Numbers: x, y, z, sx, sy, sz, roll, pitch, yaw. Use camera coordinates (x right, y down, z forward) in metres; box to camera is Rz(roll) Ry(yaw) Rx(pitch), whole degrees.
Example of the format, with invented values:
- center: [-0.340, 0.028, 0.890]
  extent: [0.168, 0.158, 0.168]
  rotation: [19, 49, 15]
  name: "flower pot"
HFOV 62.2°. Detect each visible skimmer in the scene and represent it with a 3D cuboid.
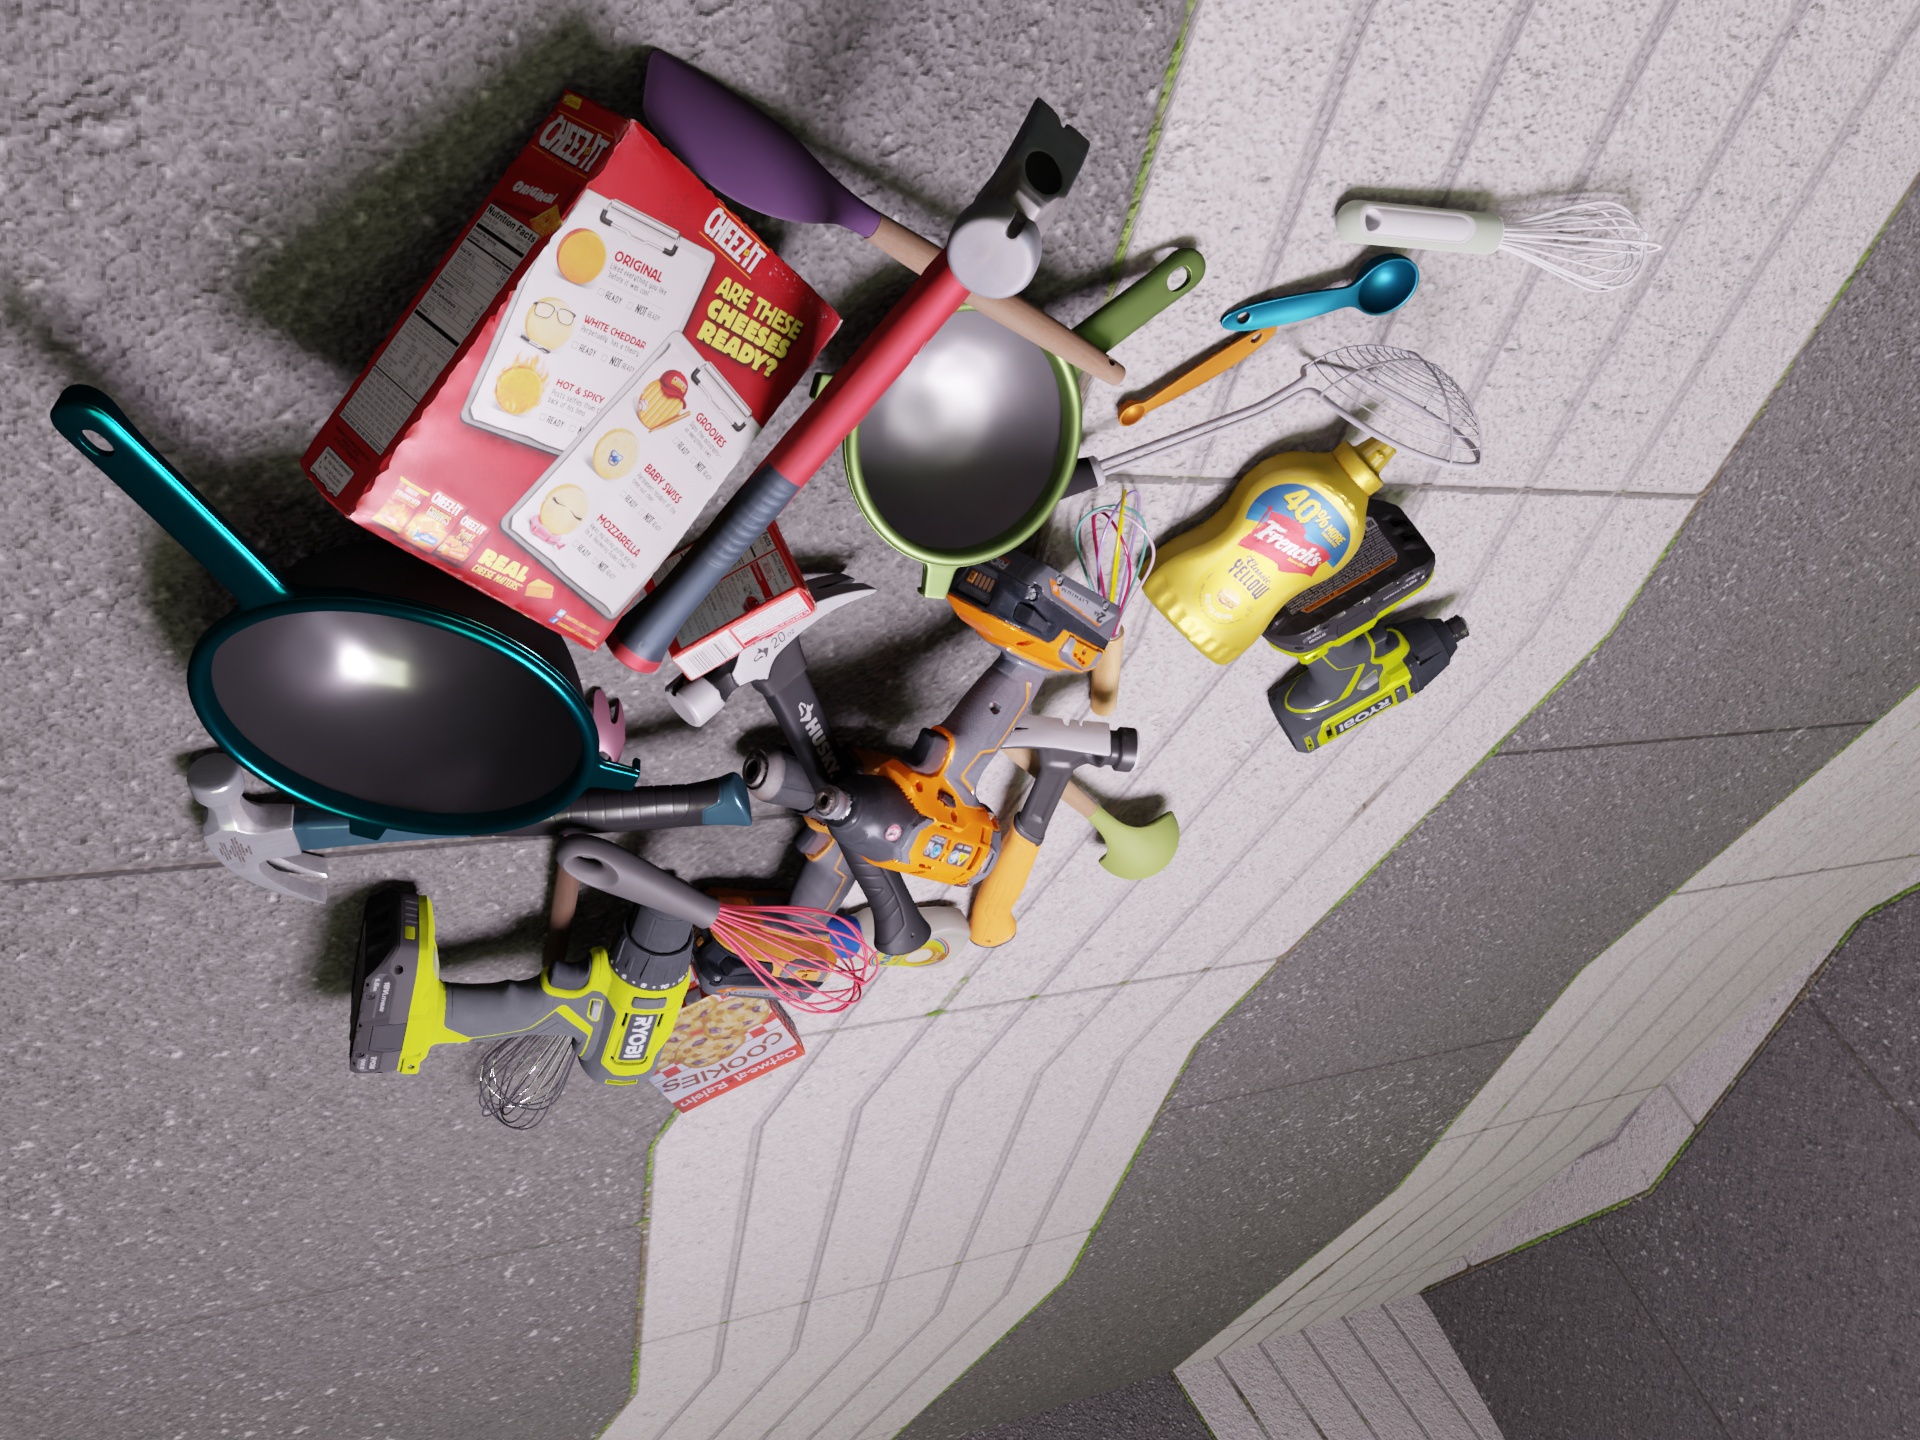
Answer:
- center: [0.151, -0.155, 1.018]
  extent: [0.363, 0.127, 0.090]
  rotation: [-19, 127, 2]
  name: "skimmer"

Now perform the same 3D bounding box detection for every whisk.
- center: [0.106, -0.074, 1.136]
  extent: [0.051, 0.047, 0.244]
  rotation: [-17, 147, -9]
  name: "whisk"
- center: [-0.297, 0.220, 1.244]
  extent: [0.070, 0.070, 0.284]
  rotation: [17, 121, -45]
  name: "whisk"
- center: [0.337, -0.303, 0.992]
  extent: [0.246, 0.059, 0.058]
  rotation: [-3, 100, -24]
  name: "whisk"
- center: [-0.160, 0.139, 1.094]
  extent: [0.073, 0.073, 0.295]
  rotation: [-39, 135, 17]
  name: "whisk"

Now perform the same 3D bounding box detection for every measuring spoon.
- center: [0.222, -0.267, 0.993]
  extent: [0.128, 0.021, 0.042]
  rotation: [-13, 142, -4]
  name: "measuring spoon"
- center: [0.149, -0.221, 1.006]
  extent: [0.117, 0.011, 0.021]
  rotation: [-31, 154, 0]
  name: "measuring spoon"

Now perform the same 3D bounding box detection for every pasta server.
- center: [-0.276, 0.094, 1.119]
  extent: [0.060, 0.040, 0.316]
  rotation: [-8, 145, -25]
  name: "pasta server"

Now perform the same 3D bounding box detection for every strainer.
- center: [0.030, -0.200, 0.919]
  extent: [0.256, 0.069, 0.151]
  rotation: [-39, 123, -14]
  name: "strainer"
- center: [-0.319, -0.067, 0.821]
  extent: [0.211, 0.095, 0.340]
  rotation: [-11, 140, 18]
  name: "strainer"

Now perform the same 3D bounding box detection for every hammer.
- center: [-0.297, 0.060, 1.005]
  extent: [0.331, 0.033, 0.128]
  rotation: [-3, 143, -13]
  name: "hammer"
- center: [0.042, 0.099, 1.290]
  extent: [0.127, 0.034, 0.336]
  rotation: [6, 146, -8]
  name: "hammer"
- center: [-0.073, -0.146, 0.803]
  extent: [0.038, 0.143, 0.386]
  rotation: [37, 132, -15]
  name: "hammer"
- center: [-0.078, 0.049, 1.080]
  extent: [0.146, 0.035, 0.334]
  rotation: [-43, 137, -22]
  name: "hammer"

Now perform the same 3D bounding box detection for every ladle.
- center: [0.088, 0.053, 1.297]
  extent: [0.078, 0.062, 0.319]
  rotation: [-36, 137, 15]
  name: "ladle"

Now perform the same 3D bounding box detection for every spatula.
- center: [-0.026, -0.237, 0.805]
  extent: [0.315, 0.060, 0.018]
  rotation: [20, 151, -39]
  name: "spatula"

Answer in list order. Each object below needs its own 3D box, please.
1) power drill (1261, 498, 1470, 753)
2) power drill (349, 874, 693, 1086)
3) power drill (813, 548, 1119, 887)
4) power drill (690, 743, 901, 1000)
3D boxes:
- center: [0.314, -0.072, 1.249]
  extent: [0.171, 0.080, 0.223]
  rotation: [-30, 149, 6]
  name: "power drill"
- center: [-0.304, 0.180, 1.126]
  extent: [0.228, 0.080, 0.190]
  rotation: [6, 128, -24]
  name: "power drill"
- center: [-0.002, -0.003, 1.045]
  extent: [0.164, 0.084, 0.226]
  rotation: [21, 98, -52]
  name: "power drill"
- center: [-0.125, 0.107, 1.188]
  extent: [0.185, 0.084, 0.226]
  rotation: [15, 123, -44]
  name: "power drill"
